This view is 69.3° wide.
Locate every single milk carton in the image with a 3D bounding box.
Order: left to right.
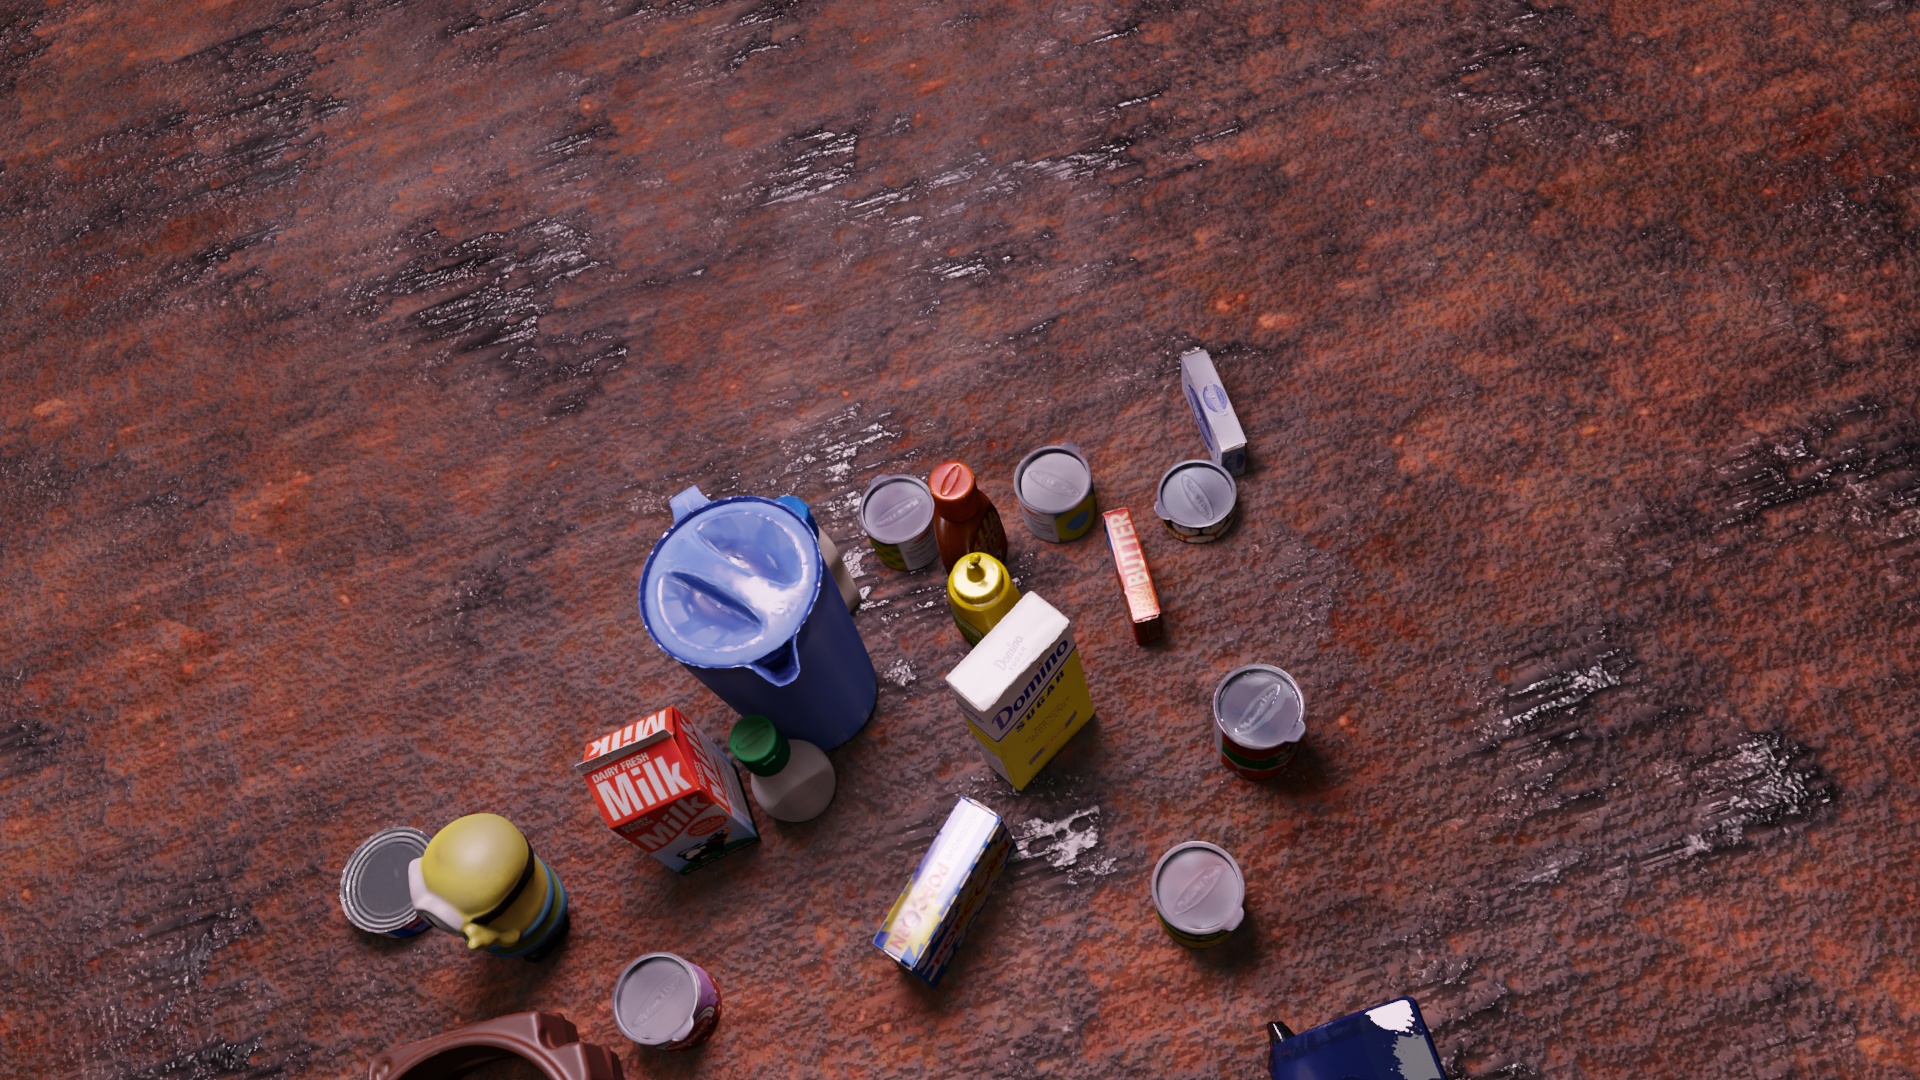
[{"bbox_3d":[-0.222,0.186,1.052,0.072,0.189,0.074,-24,62,-2],"label":"milk carton"}]

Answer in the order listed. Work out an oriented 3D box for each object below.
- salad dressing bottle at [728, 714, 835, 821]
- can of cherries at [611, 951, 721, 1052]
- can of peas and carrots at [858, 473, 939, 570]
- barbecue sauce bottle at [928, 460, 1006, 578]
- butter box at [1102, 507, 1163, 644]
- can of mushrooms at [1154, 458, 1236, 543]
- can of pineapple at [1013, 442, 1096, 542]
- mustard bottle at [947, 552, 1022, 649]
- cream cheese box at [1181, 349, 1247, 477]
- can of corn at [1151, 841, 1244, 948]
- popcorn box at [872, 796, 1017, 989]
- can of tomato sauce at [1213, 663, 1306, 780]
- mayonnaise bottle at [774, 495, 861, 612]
[{"bbox_3d":[-0.138,0.174,1.067,0.064,0.147,0.044,-37,63,-9],"label":"salad dressing bottle"},{"bbox_3d":[-0.218,0.349,1.042,0.071,0.058,0.072,-4,63,8],"label":"can of cherries"},{"bbox_3d":[-0.051,-0.017,1.200,0.071,0.058,0.071,-4,63,8],"label":"can of peas and carrots"},{"bbox_3d":[0.004,-0.014,1.138,0.044,0.148,0.065,20,69,19],"label":"barbecue sauce bottle"},{"bbox_3d":[0.142,0.029,1.144,0.024,0.053,0.104,-15,62,3],"label":"butter box"},{"bbox_3d":[0.198,-0.032,1.177,0.071,0.033,0.071,-4,63,8],"label":"can of mushrooms"},{"bbox_3d":[0.083,-0.040,1.188,0.071,0.057,0.071,-4,63,8],"label":"can of pineapple"},{"bbox_3d":[0.018,0.047,1.097,0.049,0.159,0.065,-44,64,-12],"label":"mustard bottle"},{"bbox_3d":[0.219,-0.109,1.201,0.024,0.053,0.104,-18,62,1],"label":"cream cheese box"},{"bbox_3d":[0.176,0.262,1.016,0.071,0.058,0.071,-4,63,8],"label":"can of corn"},{"bbox_3d":[-0.009,0.262,1.034,0.038,0.085,0.127,26,71,21],"label":"popcorn box"},{"bbox_3d":[0.228,0.140,1.055,0.071,0.082,0.071,-4,63,8],"label":"can of tomato sauce"},{"bbox_3d":[-0.125,0.013,1.148,0.065,0.147,0.041,38,75,24],"label":"mayonnaise bottle"}]
